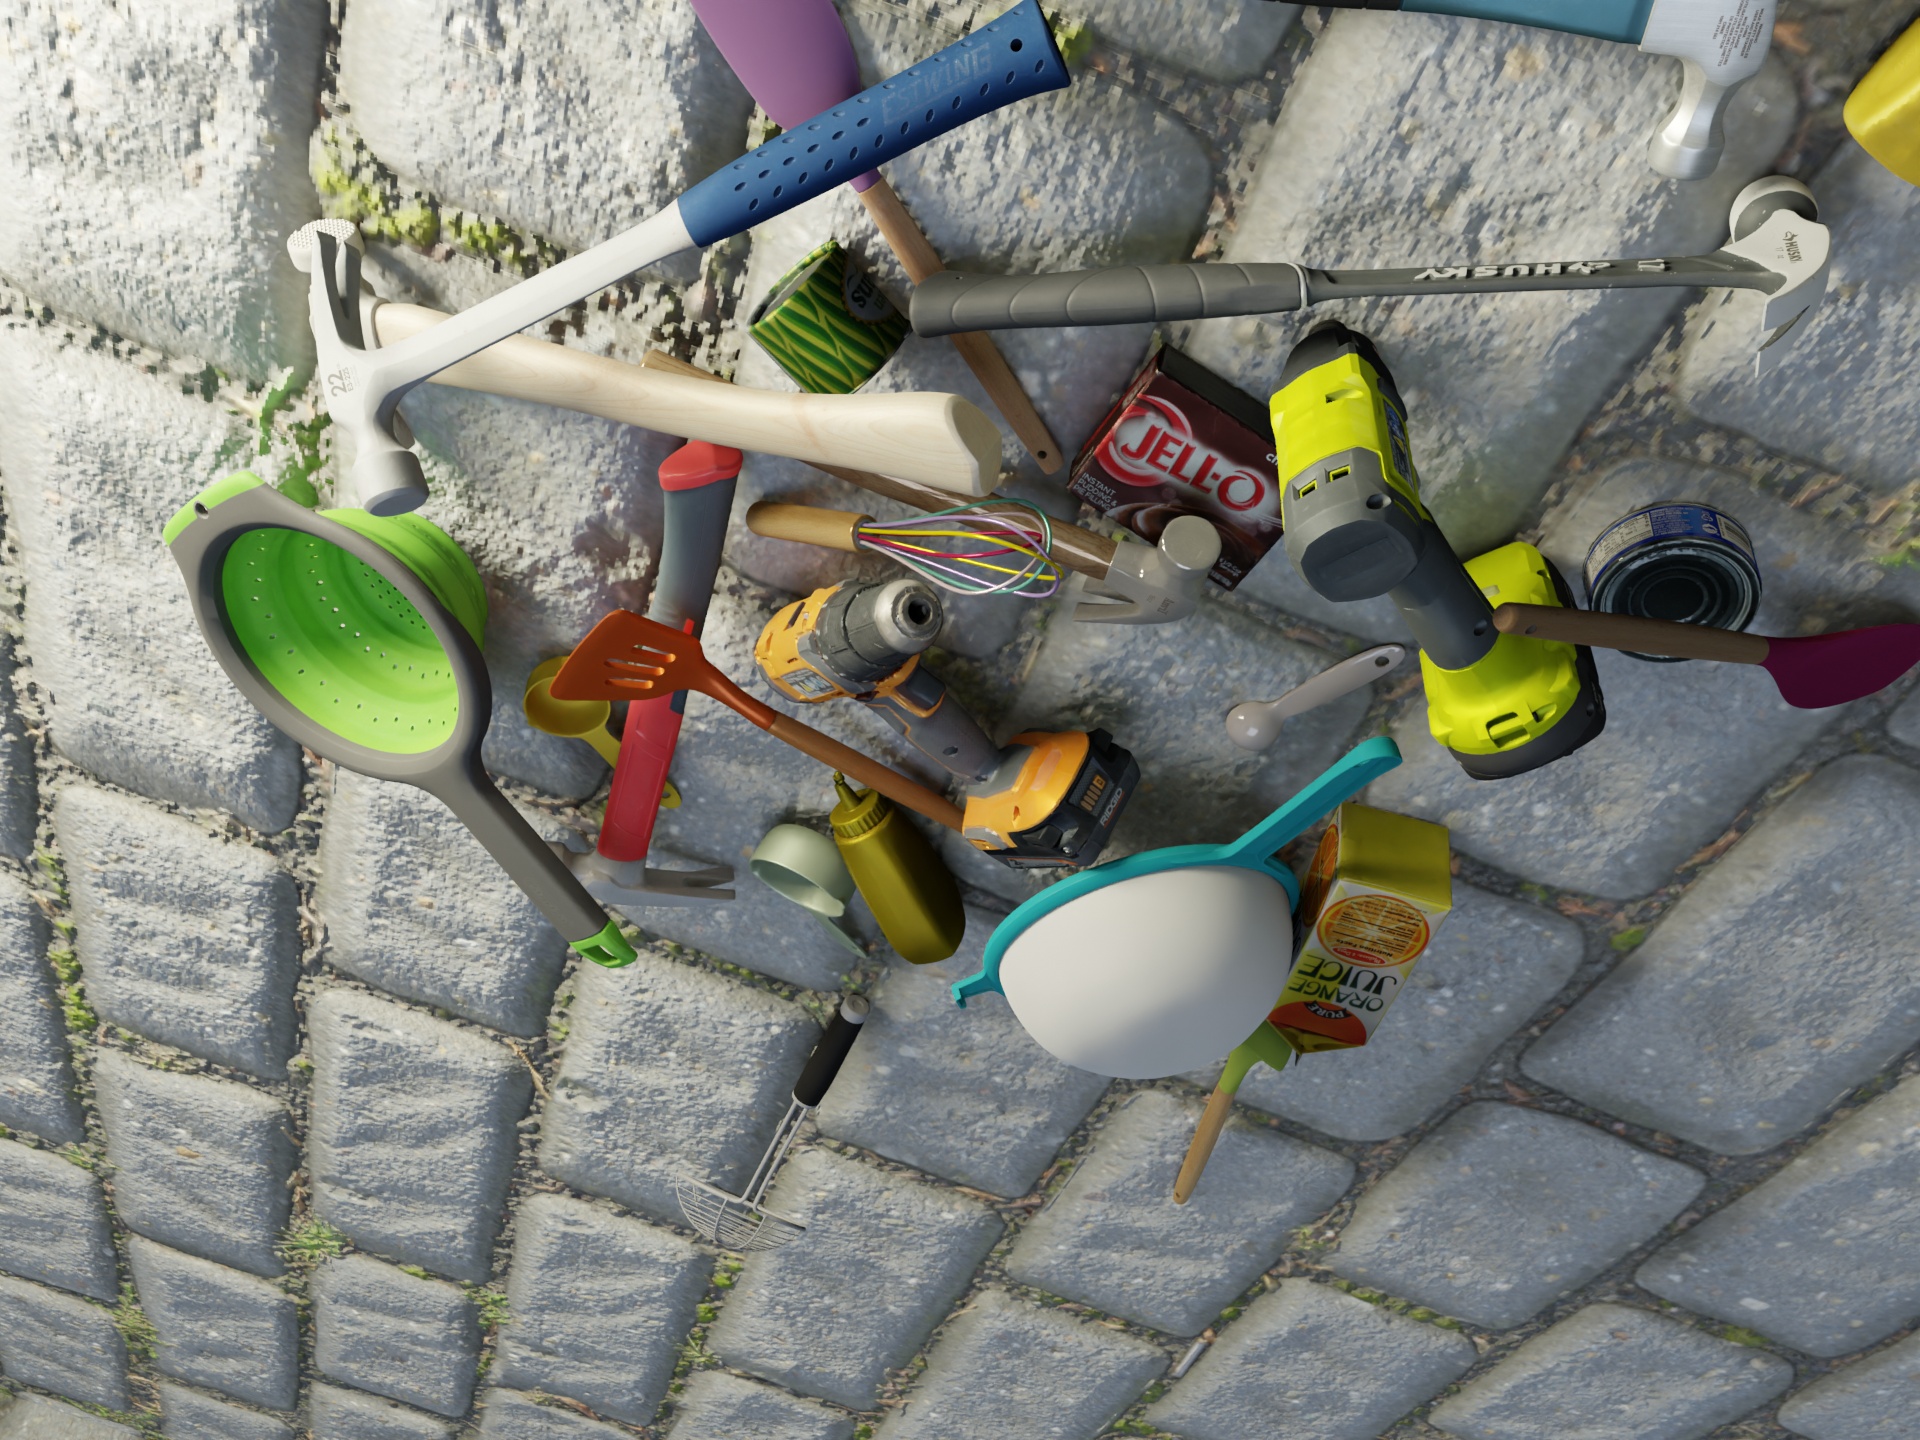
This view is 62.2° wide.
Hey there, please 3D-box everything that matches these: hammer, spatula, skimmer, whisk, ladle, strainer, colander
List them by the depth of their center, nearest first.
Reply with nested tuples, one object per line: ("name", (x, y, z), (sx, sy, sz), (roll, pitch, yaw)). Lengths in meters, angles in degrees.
("hammer", (0.175, -0.317, 0.677), (0.331, 0.033, 0.128), (10, 134, 6))
("hammer", (0.171, -0.196, 0.729), (0.409, 0.149, 0.036), (2, 126, 19))
("hammer", (-0.143, -0.241, 0.767), (0.405, 0.035, 0.144), (-21, 84, 15))
("spatula", (-0.030, -0.250, 0.803), (0.060, 0.018, 0.315), (-23, 122, 23))
("hammer", (-0.171, -0.165, 0.844), (0.411, 0.038, 0.146), (15, 136, 20))
("whisk", (-0.039, -0.101, 0.859), (0.245, 0.047, 0.051), (15, 110, 44))
("hammer", (-0.023, -0.130, 0.877), (0.331, 0.031, 0.130), (22, 164, 4))
("strainer", (0.158, 0.136, 0.969), (0.210, 0.095, 0.340), (9, 142, -32))
("spatula", (-0.102, 0.017, 1.015), (0.322, 0.041, 0.081), (29, 122, -27))
("colander", (-0.323, -0.005, 1.028), (0.204, 0.094, 0.396), (-19, 117, 35))
("hammer", (-0.180, -0.014, 1.033), (0.143, 0.038, 0.386), (6, 132, -19))
("ladle", (0.192, 0.301, 1.224), (0.078, 0.062, 0.319), (43, 146, 28))
("skimmer", (-0.148, 0.341, 1.367), (0.127, 0.090, 0.363), (25, 123, -4))

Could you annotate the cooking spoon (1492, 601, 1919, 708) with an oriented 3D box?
("cooking spoon", (0.381, -0.038, 0.794), (0.318, 0.017, 0.068), (4, 139, -30))

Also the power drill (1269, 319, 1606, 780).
("power drill", (0.232, -0.087, 0.793), (0.080, 0.171, 0.223), (-26, 129, 30))

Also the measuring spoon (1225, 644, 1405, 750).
("measuring spoon", (0.213, -0.012, 0.956), (0.124, 0.018, 0.034), (-31, 118, 34))

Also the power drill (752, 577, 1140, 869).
("power drill", (-0.001, -0.003, 0.940), (0.226, 0.084, 0.185), (37, 159, -18))

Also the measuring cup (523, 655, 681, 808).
("measuring cup", (-0.240, 0.010, 1.096), (0.062, 0.029, 0.156), (-24, 136, 15))

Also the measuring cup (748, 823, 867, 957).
("measuring cup", (-0.094, 0.126, 1.155), (0.083, 0.038, 0.167), (16, 156, 28))
